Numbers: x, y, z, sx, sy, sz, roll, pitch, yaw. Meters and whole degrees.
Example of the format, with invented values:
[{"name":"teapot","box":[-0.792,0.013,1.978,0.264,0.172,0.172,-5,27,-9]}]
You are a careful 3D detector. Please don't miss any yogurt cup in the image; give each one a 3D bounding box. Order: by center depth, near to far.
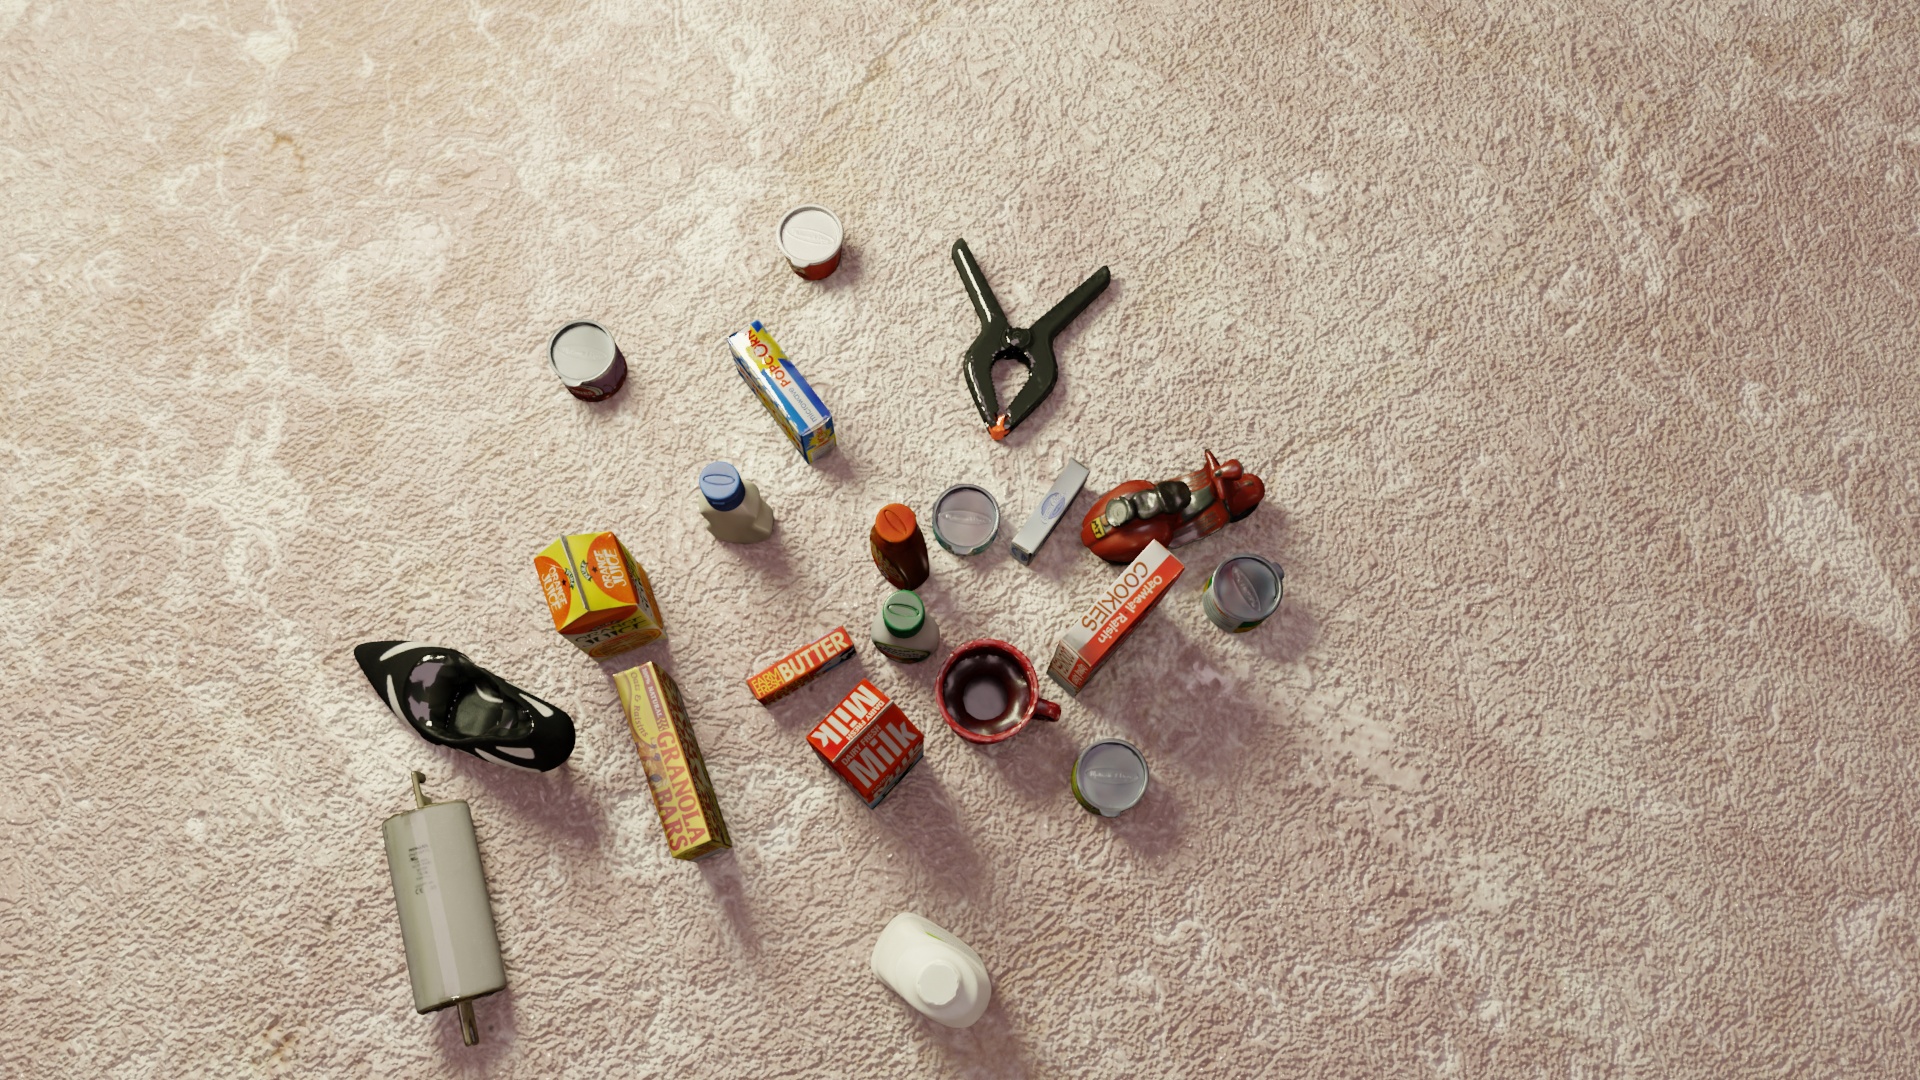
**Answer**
[{"name":"yogurt cup","box":[-0.150,-0.300,1.408,0.072,0.053,0.072,0,75,-1]}]

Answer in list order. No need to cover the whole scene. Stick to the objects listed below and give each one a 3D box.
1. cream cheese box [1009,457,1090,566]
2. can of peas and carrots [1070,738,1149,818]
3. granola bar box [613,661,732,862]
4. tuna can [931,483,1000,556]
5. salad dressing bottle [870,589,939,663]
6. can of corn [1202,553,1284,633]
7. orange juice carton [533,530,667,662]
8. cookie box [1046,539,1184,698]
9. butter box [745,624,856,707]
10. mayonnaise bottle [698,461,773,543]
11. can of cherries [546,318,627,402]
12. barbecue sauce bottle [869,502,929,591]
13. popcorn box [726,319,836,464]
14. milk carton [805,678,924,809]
[{"name":"cream cheese box","box":[0.086,-0.026,1.337,0.024,0.053,0.104,34,77,8]},{"name":"can of peas and carrots","box":[0.135,0.219,1.266,0.071,0.058,0.071,0,75,-1]},{"name":"granola bar box","box":[-0.252,0.198,1.230,0.039,0.124,0.166,-21,76,-6]},{"name":"tuna can","box":[0.005,-0.017,1.343,0.071,0.032,0.071,0,74,-1]},{"name":"salad dressing bottle","box":[-0.051,0.078,1.256,0.064,0.147,0.044,12,75,2]},{"name":"can of corn","box":[0.268,0.050,1.317,0.071,0.058,0.071,0,75,-1]},{"name":"orange juice carton","box":[-0.322,0.049,1.235,0.073,0.192,0.072,-20,76,-6]},{"name":"cookie box","box":[0.137,0.074,1.251,0.040,0.167,0.123,42,78,9]},{"name":"butter box","box":[-0.147,0.118,1.291,0.104,0.053,0.024,-30,77,-9]},{"name":"mayonnaise bottle","box":[-0.211,-0.034,1.283,0.065,0.147,0.041,4,75,0]},{"name":"can of cherries","box":[-0.368,-0.174,1.366,0.071,0.058,0.071,0,75,-1]},{"name":"barbecue sauce bottle","box":[-0.057,0.003,1.276,0.044,0.148,0.065,-40,79,-11]},{"name":"popcorn box","box":[-0.172,-0.143,1.347,0.038,0.085,0.127,-36,78,-10]},{"name":"milk carton","box":[-0.081,0.177,1.205,0.073,0.190,0.072,42,78,10]}]
